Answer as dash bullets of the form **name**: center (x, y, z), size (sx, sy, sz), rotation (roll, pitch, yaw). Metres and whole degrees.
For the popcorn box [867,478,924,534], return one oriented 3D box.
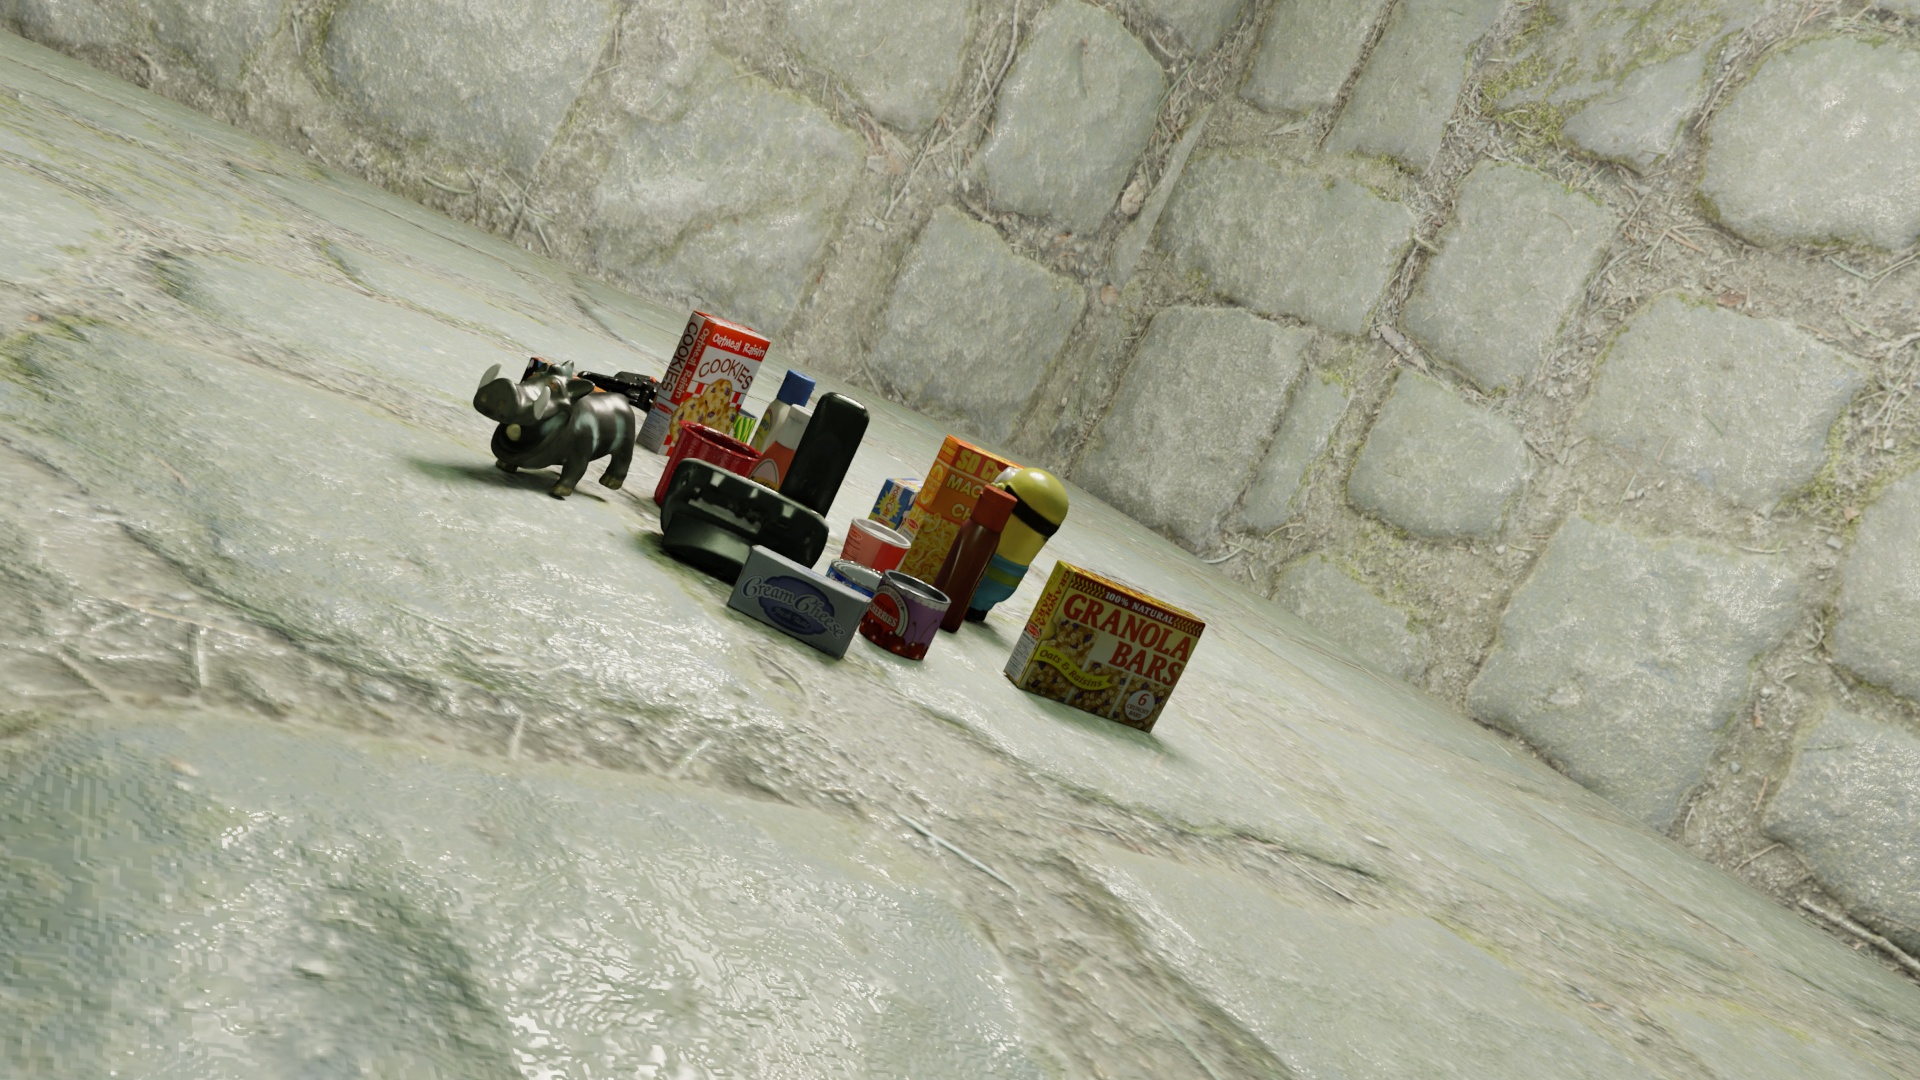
- **popcorn box**: center (-0.074, -0.031, 1.683), size (0.038, 0.085, 0.127), rotation (27, 8, 11)

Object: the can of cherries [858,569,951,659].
- **can of cherries**: center (-0.052, 0.066, 1.235), size (0.071, 0.058, 0.071), rotation (25, 8, -4)

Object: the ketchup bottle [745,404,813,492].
- **ketchup bottle**: center (-0.172, -0.054, 1.305), size (0.065, 0.148, 0.043), rotation (30, 9, 31)

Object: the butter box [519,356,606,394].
- **butter box**: center (-0.427, -0.153, 1.501), size (0.103, 0.053, 0.024), rotation (27, 8, 10)

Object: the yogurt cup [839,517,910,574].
- **yogurt cup**: center (-0.093, 0.014, 1.454), size (0.072, 0.054, 0.072), rotation (25, 8, -4)

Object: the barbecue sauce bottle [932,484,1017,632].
- **barbecue sauce bottle**: center (0.009, 0.017, 1.408), size (0.044, 0.148, 0.065), rotation (25, 8, -8)

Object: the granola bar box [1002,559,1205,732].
- **granola bar box**: center (0.141, 0.104, 1.342), size (0.165, 0.124, 0.039), rotation (22, 9, -27)

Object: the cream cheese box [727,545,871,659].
- **cream cheese box**: center (-0.130, 0.049, 1.118), size (0.104, 0.053, 0.024), rotation (26, 8, 1)

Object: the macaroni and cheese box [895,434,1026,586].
- **macaroni and cheese box**: center (0.006, -0.020, 1.566), size (0.124, 0.166, 0.040), rotation (21, 9, -32)

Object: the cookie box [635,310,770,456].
- **cookie box**: center (-0.302, -0.178, 1.635), size (0.040, 0.167, 0.123), rotation (29, 8, 21)

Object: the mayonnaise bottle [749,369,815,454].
- **mayonnaise bottle**: center (-0.218, -0.129, 1.645), size (0.041, 0.148, 0.065), rotation (21, 9, -30)

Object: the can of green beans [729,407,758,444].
- **can of green beans**: center (-0.306, -0.147, 1.810), size (0.071, 0.057, 0.071), rotation (25, 8, -4)
